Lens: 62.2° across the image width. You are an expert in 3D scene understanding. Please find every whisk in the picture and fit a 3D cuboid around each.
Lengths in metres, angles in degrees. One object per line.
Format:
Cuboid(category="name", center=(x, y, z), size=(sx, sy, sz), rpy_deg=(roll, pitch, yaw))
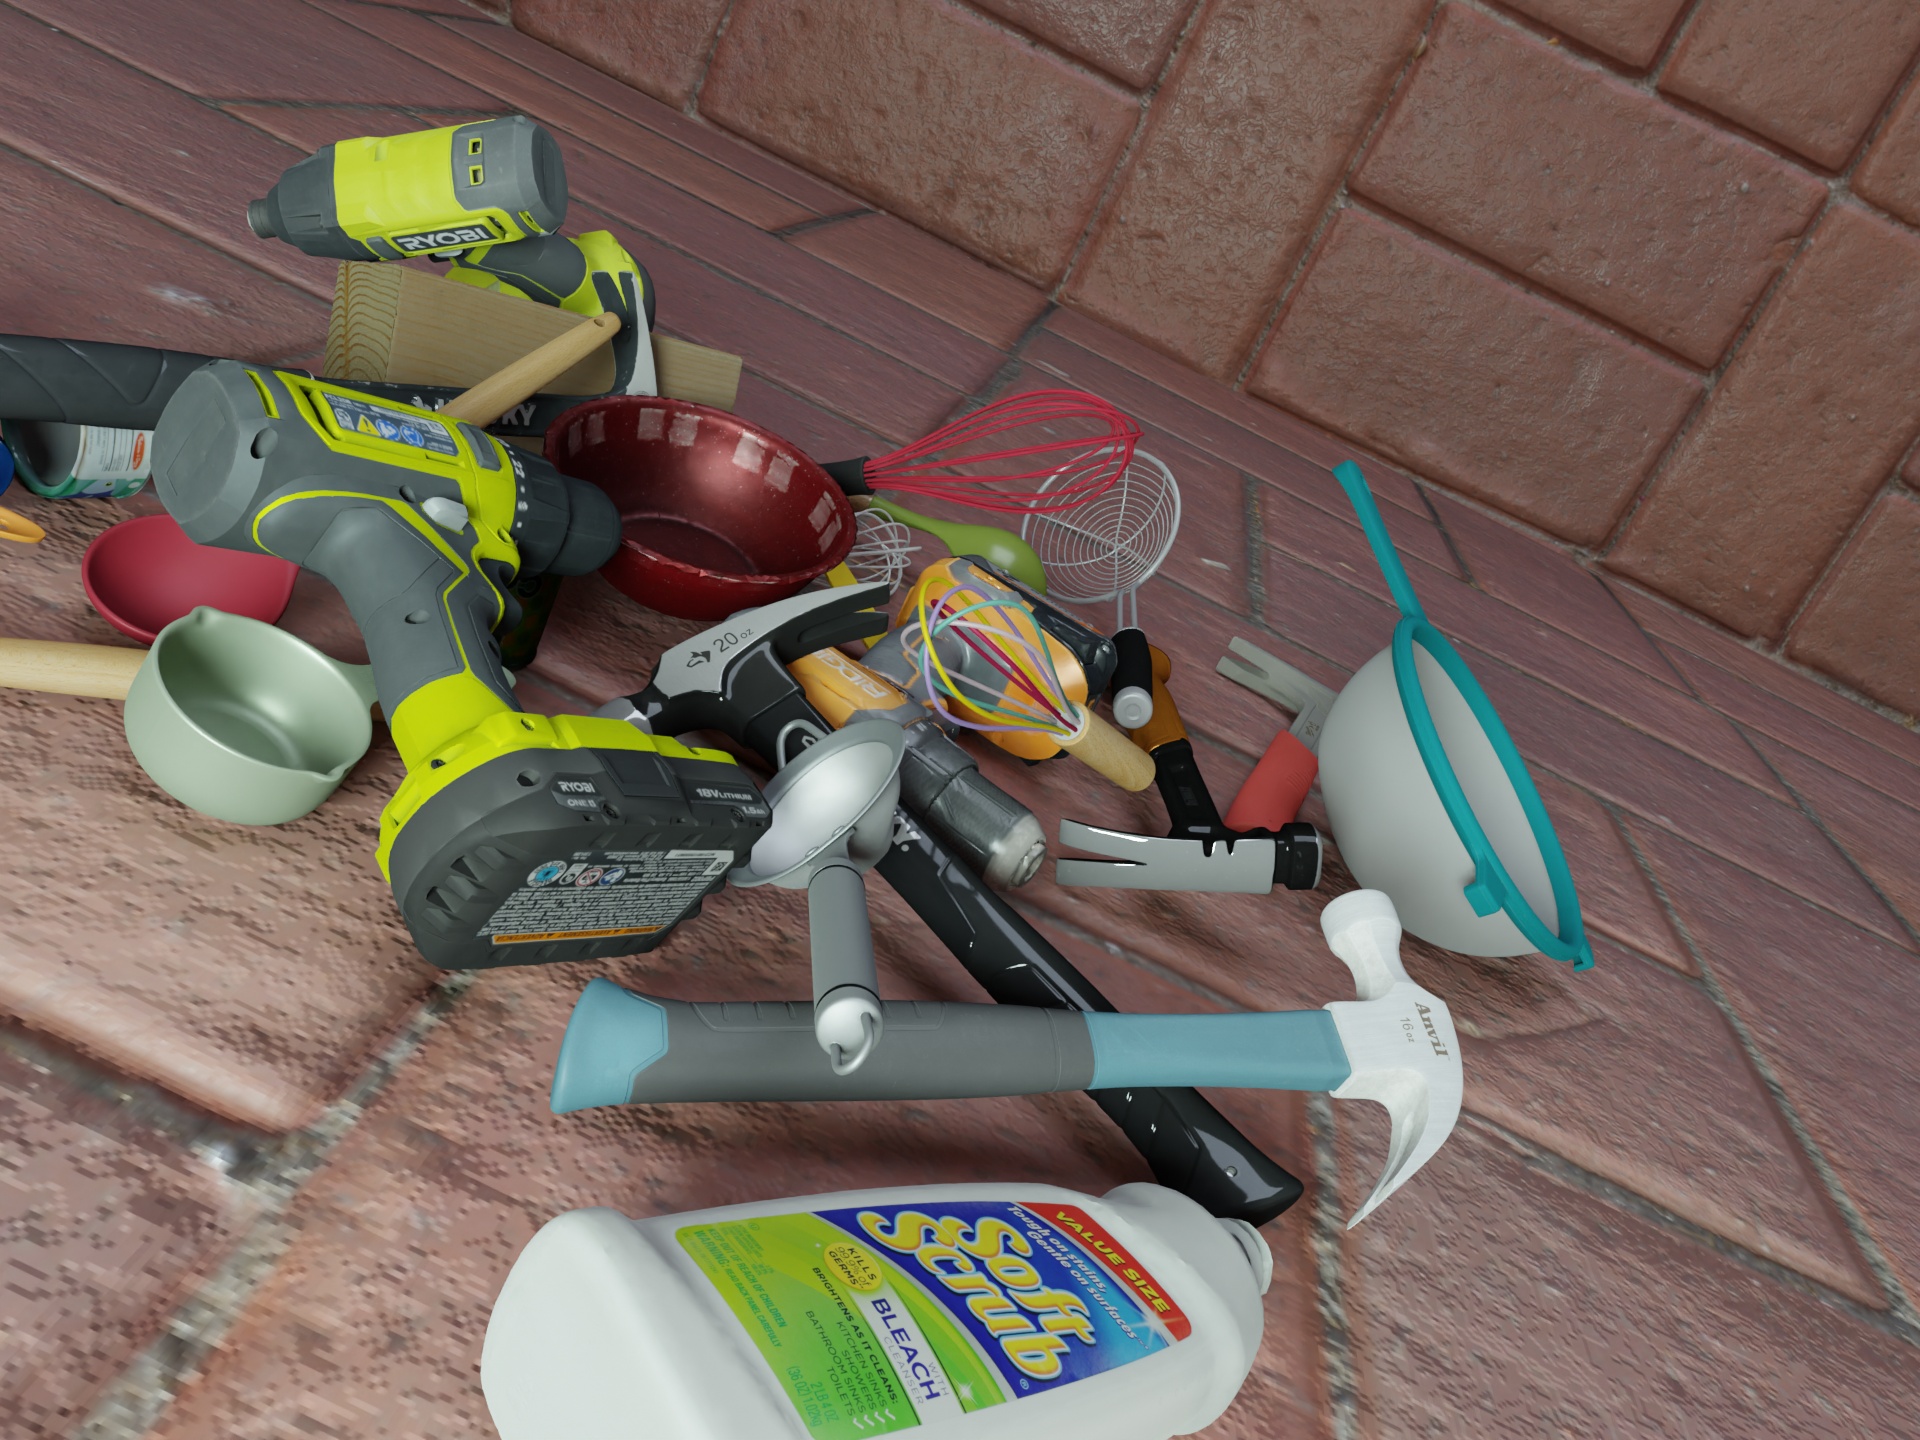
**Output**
Cuboid(category="whisk", center=(0.039, -0.009, 0.693), size=(0.047, 0.051, 0.244), rpy_deg=(50, 9, 28))
Cuboid(category="whisk", center=(-0.036, -0.147, 0.942), size=(0.296, 0.073, 0.073), rpy_deg=(-5, 14, 19))
Cuboid(category="whisk", center=(-0.106, -0.093, 0.936), size=(0.059, 0.058, 0.246), rpy_deg=(-1, 7, 35))

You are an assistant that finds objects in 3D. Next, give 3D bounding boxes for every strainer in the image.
Cuboid(category="strainer", center=(-0.042, 0.056, 0.536), size=(0.050, 0.087, 0.259), rpy_deg=(50, 5, -17))
Cuboid(category="strainer", center=(0.254, -0.002, 0.948), size=(0.210, 0.095, 0.341), rpy_deg=(26, 42, -50))

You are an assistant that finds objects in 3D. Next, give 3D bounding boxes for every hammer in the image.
Cuboid(category="hammer", center=(-0.281, -0.147, 0.713), size=(0.036, 0.149, 0.409), rpy_deg=(10, 11, 32))
Cuboid(category="hammer", center=(0.108, 0.015, 0.913), size=(0.127, 0.034, 0.337), rpy_deg=(2, 19, -1))
Cuboid(category="hammer", center=(0.029, 0.112, 0.546), size=(0.331, 0.033, 0.128), rpy_deg=(4, 47, -20))
Cuboid(category="hammer", center=(0.203, 0.025, 1.024), size=(0.149, 0.036, 0.359), rpy_deg=(31, 22, 11))
Cuboid(category="hammer", center=(0.003, 0.071, 0.635), size=(0.146, 0.035, 0.335), rpy_deg=(-35, 64, -25))

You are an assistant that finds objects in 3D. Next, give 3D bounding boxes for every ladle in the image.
Cuboid(category="ladle", center=(-0.087, -0.144, 1.083), size=(0.320, 0.062, 0.078), rpy_deg=(24, 23, 11))
Cuboid(category="ladle", center=(-0.249, -0.118, 0.706), size=(0.069, 0.031, 0.315), rpy_deg=(40, 46, -1))

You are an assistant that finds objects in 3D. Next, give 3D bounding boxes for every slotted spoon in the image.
Cuboid(category="slotted spoon", center=(-0.314, -0.020, 0.553), size=(0.313, 0.031, 0.070), rpy_deg=(7, 34, -43))

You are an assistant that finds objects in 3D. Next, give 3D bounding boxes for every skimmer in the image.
Cuboid(category="skimmer", center=(0.092, -0.094, 1.038), size=(0.090, 0.127, 0.363), rpy_deg=(56, 16, -15))

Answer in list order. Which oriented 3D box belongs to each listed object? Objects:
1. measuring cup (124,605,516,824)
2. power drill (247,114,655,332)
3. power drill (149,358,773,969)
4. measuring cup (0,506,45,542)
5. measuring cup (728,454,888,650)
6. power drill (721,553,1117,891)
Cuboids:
Cuboid(category="measuring cup", center=(-0.229, -0.002, 0.589), size=(0.083, 0.038, 0.167), rpy_deg=(48, 20, 13))
Cuboid(category="power drill", center=(-0.286, -0.272, 0.932), size=(0.171, 0.080, 0.223), rpy_deg=(-5, -7, 9))
Cuboid(category="power drill", center=(-0.166, -0.027, 0.585), size=(0.190, 0.080, 0.229), rpy_deg=(7, 43, -56))
Cuboid(category="measuring cup", center=(-0.408, -0.073, 0.533), size=(0.173, 0.052, 0.095), rpy_deg=(19, 22, -26))
Cuboid(category="measuring cup", center=(-0.084, -0.087, 0.904), size=(0.156, 0.029, 0.062), rpy_deg=(59, 38, -7))
Cuboid(category="power drill", center=(-0.001, -0.003, 0.800), size=(0.185, 0.084, 0.226), rpy_deg=(34, 27, 18))
